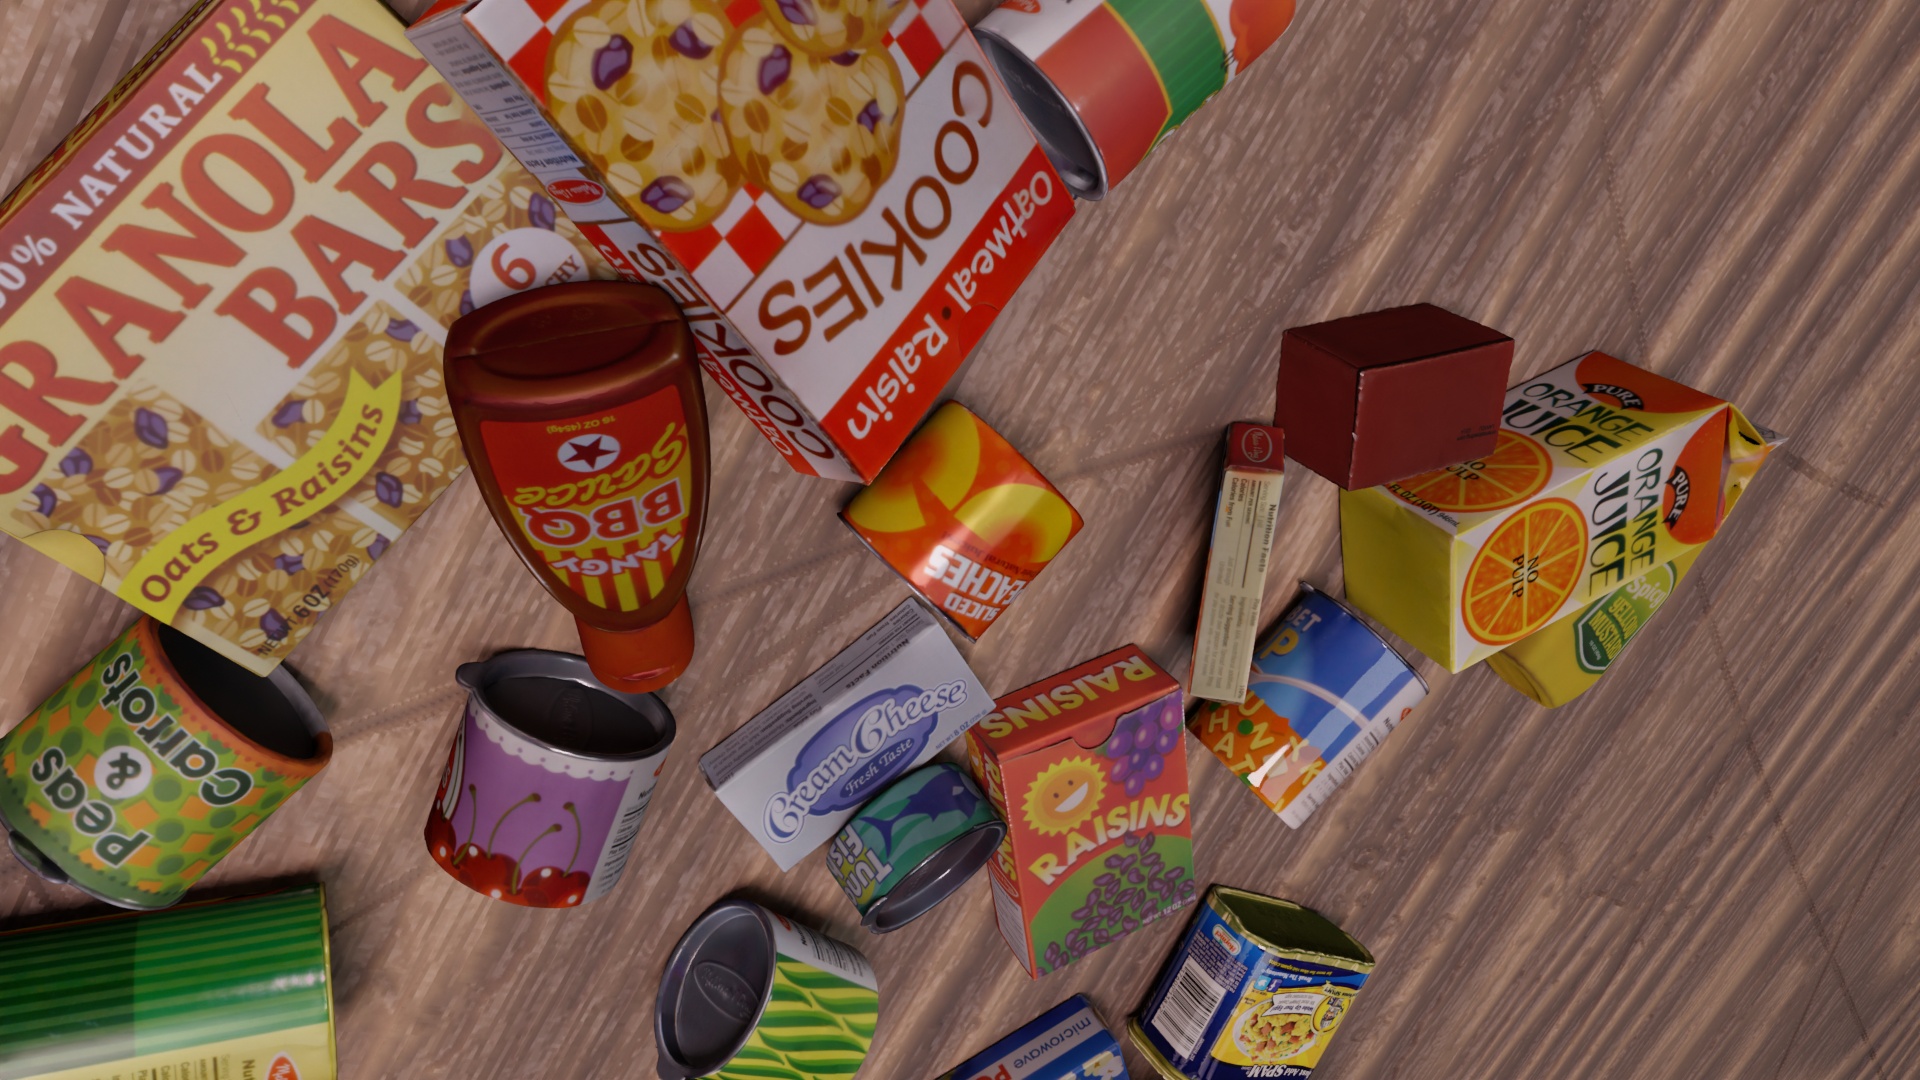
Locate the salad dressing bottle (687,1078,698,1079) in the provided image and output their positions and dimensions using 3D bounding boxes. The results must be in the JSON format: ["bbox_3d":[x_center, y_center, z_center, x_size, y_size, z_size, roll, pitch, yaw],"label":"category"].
[{"bbox_3d":[-0.113,0.293,0.585,0.064,0.044,0.147,3,112,-27],"label":"salad dressing bottle"}]

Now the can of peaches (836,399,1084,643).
[{"bbox_3d":[0.002,-0.006,0.482,0.058,0.071,0.071,-47,126,-2],"label":"can of peaches"}]

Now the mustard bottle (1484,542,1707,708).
[{"bbox_3d":[0.321,0.007,0.675,0.160,0.049,0.065,-47,129,0],"label":"mustard bottle"}]

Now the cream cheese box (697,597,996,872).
[{"bbox_3d":[-0.042,0.073,0.526,0.104,0.024,0.053,-37,125,-7],"label":"cream cheese box"}]

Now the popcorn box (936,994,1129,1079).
[{"bbox_3d":[0.022,0.283,0.657,0.127,0.038,0.084,-26,125,-15],"label":"popcorn box"}]

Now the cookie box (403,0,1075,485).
[{"bbox_3d":[-0.048,-0.115,0.395,0.123,0.040,0.167,-55,129,-20],"label":"cookie box"}]

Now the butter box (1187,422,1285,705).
[{"bbox_3d":[0.111,0.009,0.559,0.024,0.053,0.103,9,115,10],"label":"butter box"}]

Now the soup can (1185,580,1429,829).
[{"bbox_3d":[0.147,0.071,0.605,0.084,0.071,0.071,-46,126,0],"label":"soup can"}]

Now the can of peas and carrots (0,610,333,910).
[{"bbox_3d":[-0.225,0.060,0.392,0.059,0.071,0.070,-43,126,-4],"label":"can of peas and carrots"}]

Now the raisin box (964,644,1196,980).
[{"bbox_3d":[0.052,0.116,0.589,0.086,0.040,0.122,-19,121,-18],"label":"raisin box"}]

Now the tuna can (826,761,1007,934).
[{"bbox_3d":[-0.019,0.120,0.539,0.071,0.033,0.070,-33,155,-17],"label":"tuna can"}]

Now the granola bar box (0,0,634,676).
[{"bbox_3d":[-0.184,-0.060,0.373,0.165,0.039,0.124,-47,126,-1],"label":"granola bar box"}]

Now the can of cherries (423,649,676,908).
[{"bbox_3d":[-0.136,0.076,0.453,0.071,0.072,0.058,13,108,-33],"label":"can of cherries"}]

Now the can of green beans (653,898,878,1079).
[{"bbox_3d":[-0.074,0.180,0.536,0.057,0.071,0.071,37,94,-37],"label":"can of green beans"}]

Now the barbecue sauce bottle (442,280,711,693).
[{"bbox_3d":[-0.104,-0.008,0.410,0.065,0.044,0.147,-12,145,-13],"label":"barbecue sauce bottle"}]

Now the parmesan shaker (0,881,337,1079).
[{"bbox_3d":[-0.248,0.144,0.423,0.103,0.071,0.071,-3,115,-26],"label":"parmesan shaker"}]

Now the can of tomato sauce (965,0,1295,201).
[{"bbox_3d":[0.054,-0.158,0.437,0.083,0.071,0.071,-42,126,-4],"label":"can of tomato sauce"}]

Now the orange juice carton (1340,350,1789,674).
[{"bbox_3d":[0.268,-0.024,0.617,0.193,0.072,0.072,-24,124,-16],"label":"orange juice carton"}]
